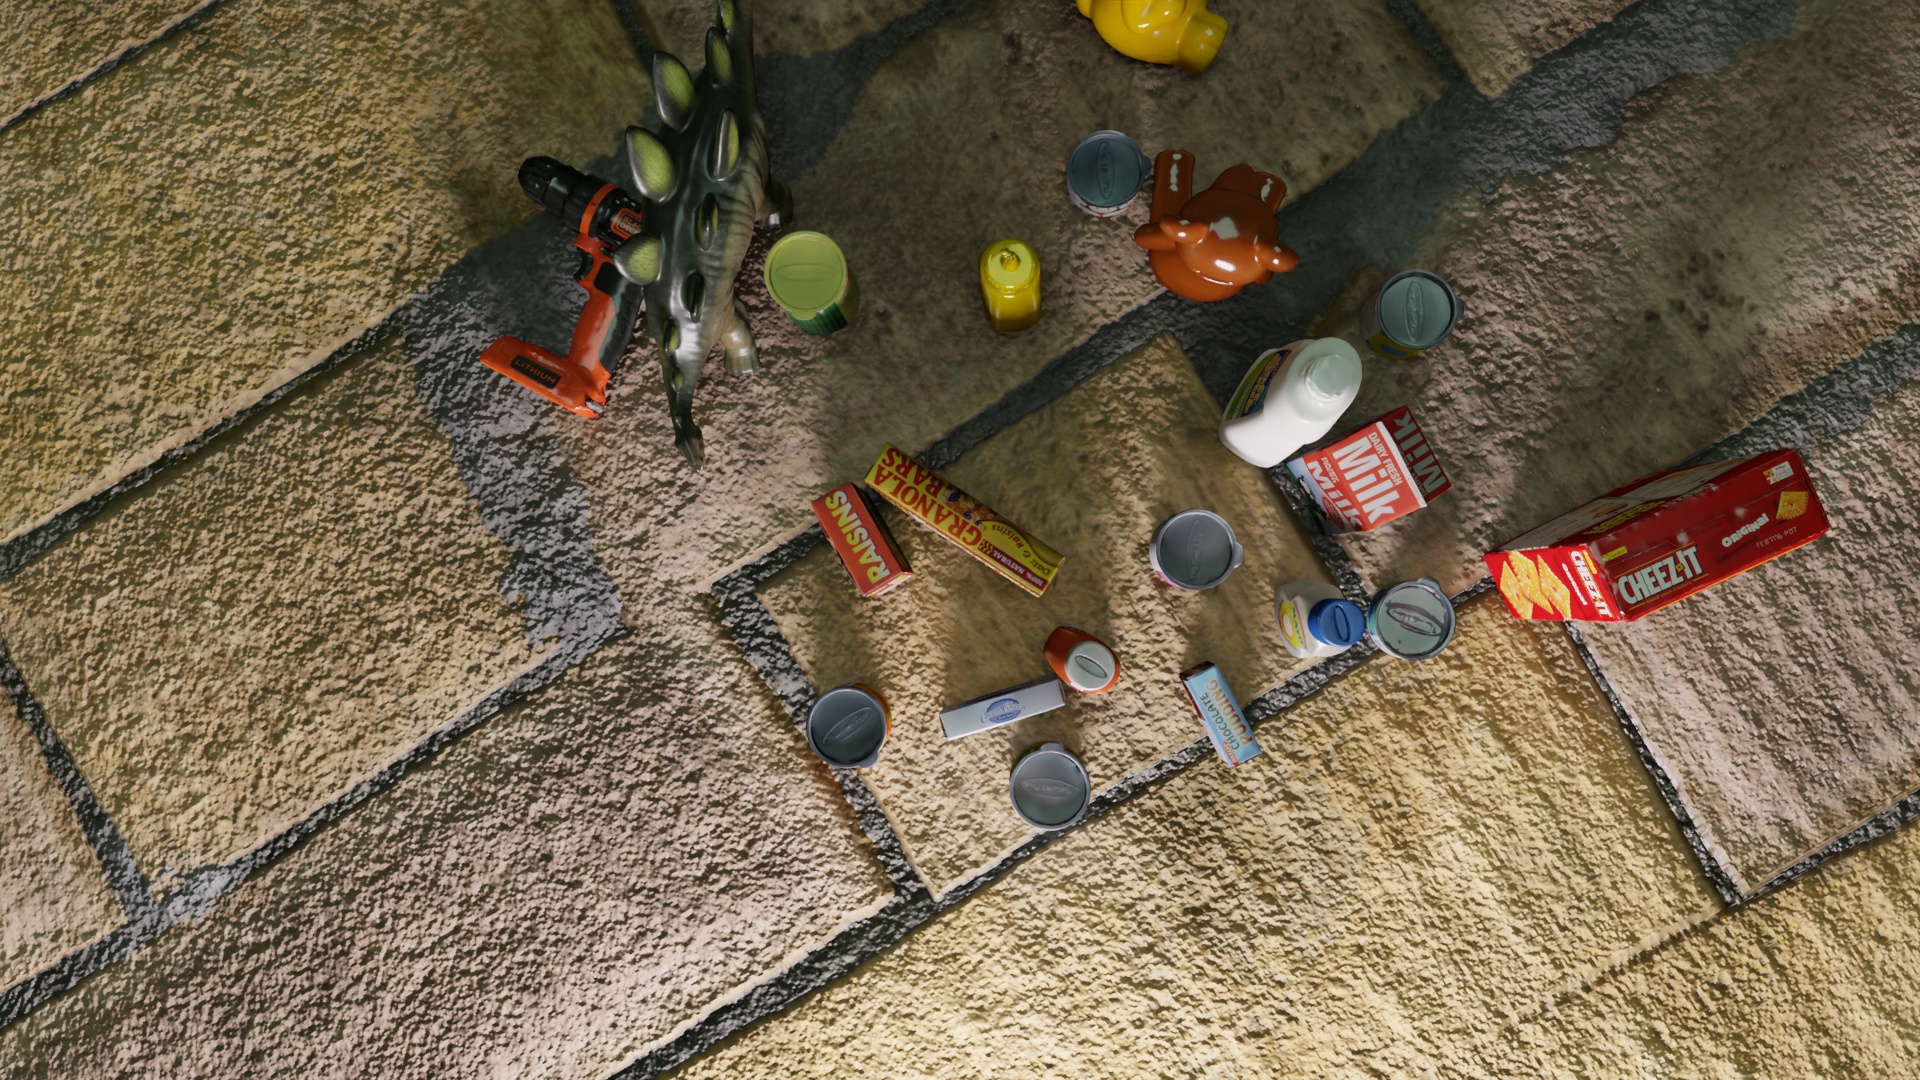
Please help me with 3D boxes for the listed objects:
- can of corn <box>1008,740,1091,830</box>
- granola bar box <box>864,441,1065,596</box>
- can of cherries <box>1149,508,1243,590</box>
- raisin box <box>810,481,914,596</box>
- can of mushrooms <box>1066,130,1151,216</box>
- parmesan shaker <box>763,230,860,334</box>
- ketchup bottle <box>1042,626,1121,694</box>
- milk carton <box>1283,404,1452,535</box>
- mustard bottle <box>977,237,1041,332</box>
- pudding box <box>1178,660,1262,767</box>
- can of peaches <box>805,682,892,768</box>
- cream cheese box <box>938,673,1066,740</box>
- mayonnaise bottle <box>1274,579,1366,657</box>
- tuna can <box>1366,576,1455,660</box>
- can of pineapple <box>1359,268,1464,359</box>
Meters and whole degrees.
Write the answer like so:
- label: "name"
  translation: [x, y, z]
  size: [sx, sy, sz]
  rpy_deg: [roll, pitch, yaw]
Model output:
- label: "can of corn"
  translation: [0.073, 0.198, 1.145]
  size: [0.071, 0.058, 0.071]
  rpy_deg: [0, 88, 1]
- label: "granola bar box"
  translation: [0.004, -0.014, 1.124]
  size: [0.165, 0.124, 0.039]
  rpy_deg: [33, 89, 3]
- label: "can of cherries"
  translation: [0.194, 0.009, 1.151]
  size: [0.071, 0.058, 0.071]
  rpy_deg: [0, 88, 1]
- label: "raisin box"
  translation: [-0.078, 0.000, 1.126]
  size: [0.040, 0.123, 0.086]
  rpy_deg: [-30, 87, 0]
- label: "can of mushrooms"
  translation: [0.125, -0.311, 1.180]
  size: [0.071, 0.033, 0.071]
  rpy_deg: [0, 88, 1]
- label: "parmesan shaker"
  translation: [-0.121, -0.208, 1.146]
  size: [0.071, 0.103, 0.071]
  rpy_deg: [0, 88, 2]
- label: "ketchup bottle"
  translation: [0.099, 0.097, 1.104]
  size: [0.065, 0.149, 0.043]
  rpy_deg: [32, 89, 2]
- label: "milk carton"
  translation: [0.319, -0.053, 1.085]
  size: [0.073, 0.190, 0.072]
  rpy_deg: [-28, 88, 0]
- label: "mustard bottle"
  translation: [0.040, -0.209, 1.114]
  size: [0.049, 0.160, 0.065]
  rpy_deg: [-14, 88, 1]
- label: "pudding box"
  translation: [0.214, 0.143, 1.149]
  size: [0.030, 0.049, 0.083]
  rpy_deg: [-27, 87, 0]
- label: "can of peaches"
  translation: [-0.090, 0.154, 1.152]
  size: [0.071, 0.058, 0.071]
  rpy_deg: [0, 88, 1]
- label: "cream cheese box"
  translation: [0.035, 0.138, 1.151]
  size: [0.104, 0.053, 0.024]
  rpy_deg: [-17, 88, 1]
- label: "mayonnaise bottle"
  translation: [0.284, 0.063, 1.101]
  size: [0.041, 0.148, 0.065]
  rpy_deg: [-13, 88, 1]
- label: "tuna can"
  translation: [0.375, 0.064, 1.157]
  size: [0.071, 0.033, 0.071]
  rpy_deg: [0, 88, 1]
- label: "can of pineapple"
  translation: [0.373, -0.186, 1.156]
  size: [0.071, 0.058, 0.071]
  rpy_deg: [0, 88, 1]
